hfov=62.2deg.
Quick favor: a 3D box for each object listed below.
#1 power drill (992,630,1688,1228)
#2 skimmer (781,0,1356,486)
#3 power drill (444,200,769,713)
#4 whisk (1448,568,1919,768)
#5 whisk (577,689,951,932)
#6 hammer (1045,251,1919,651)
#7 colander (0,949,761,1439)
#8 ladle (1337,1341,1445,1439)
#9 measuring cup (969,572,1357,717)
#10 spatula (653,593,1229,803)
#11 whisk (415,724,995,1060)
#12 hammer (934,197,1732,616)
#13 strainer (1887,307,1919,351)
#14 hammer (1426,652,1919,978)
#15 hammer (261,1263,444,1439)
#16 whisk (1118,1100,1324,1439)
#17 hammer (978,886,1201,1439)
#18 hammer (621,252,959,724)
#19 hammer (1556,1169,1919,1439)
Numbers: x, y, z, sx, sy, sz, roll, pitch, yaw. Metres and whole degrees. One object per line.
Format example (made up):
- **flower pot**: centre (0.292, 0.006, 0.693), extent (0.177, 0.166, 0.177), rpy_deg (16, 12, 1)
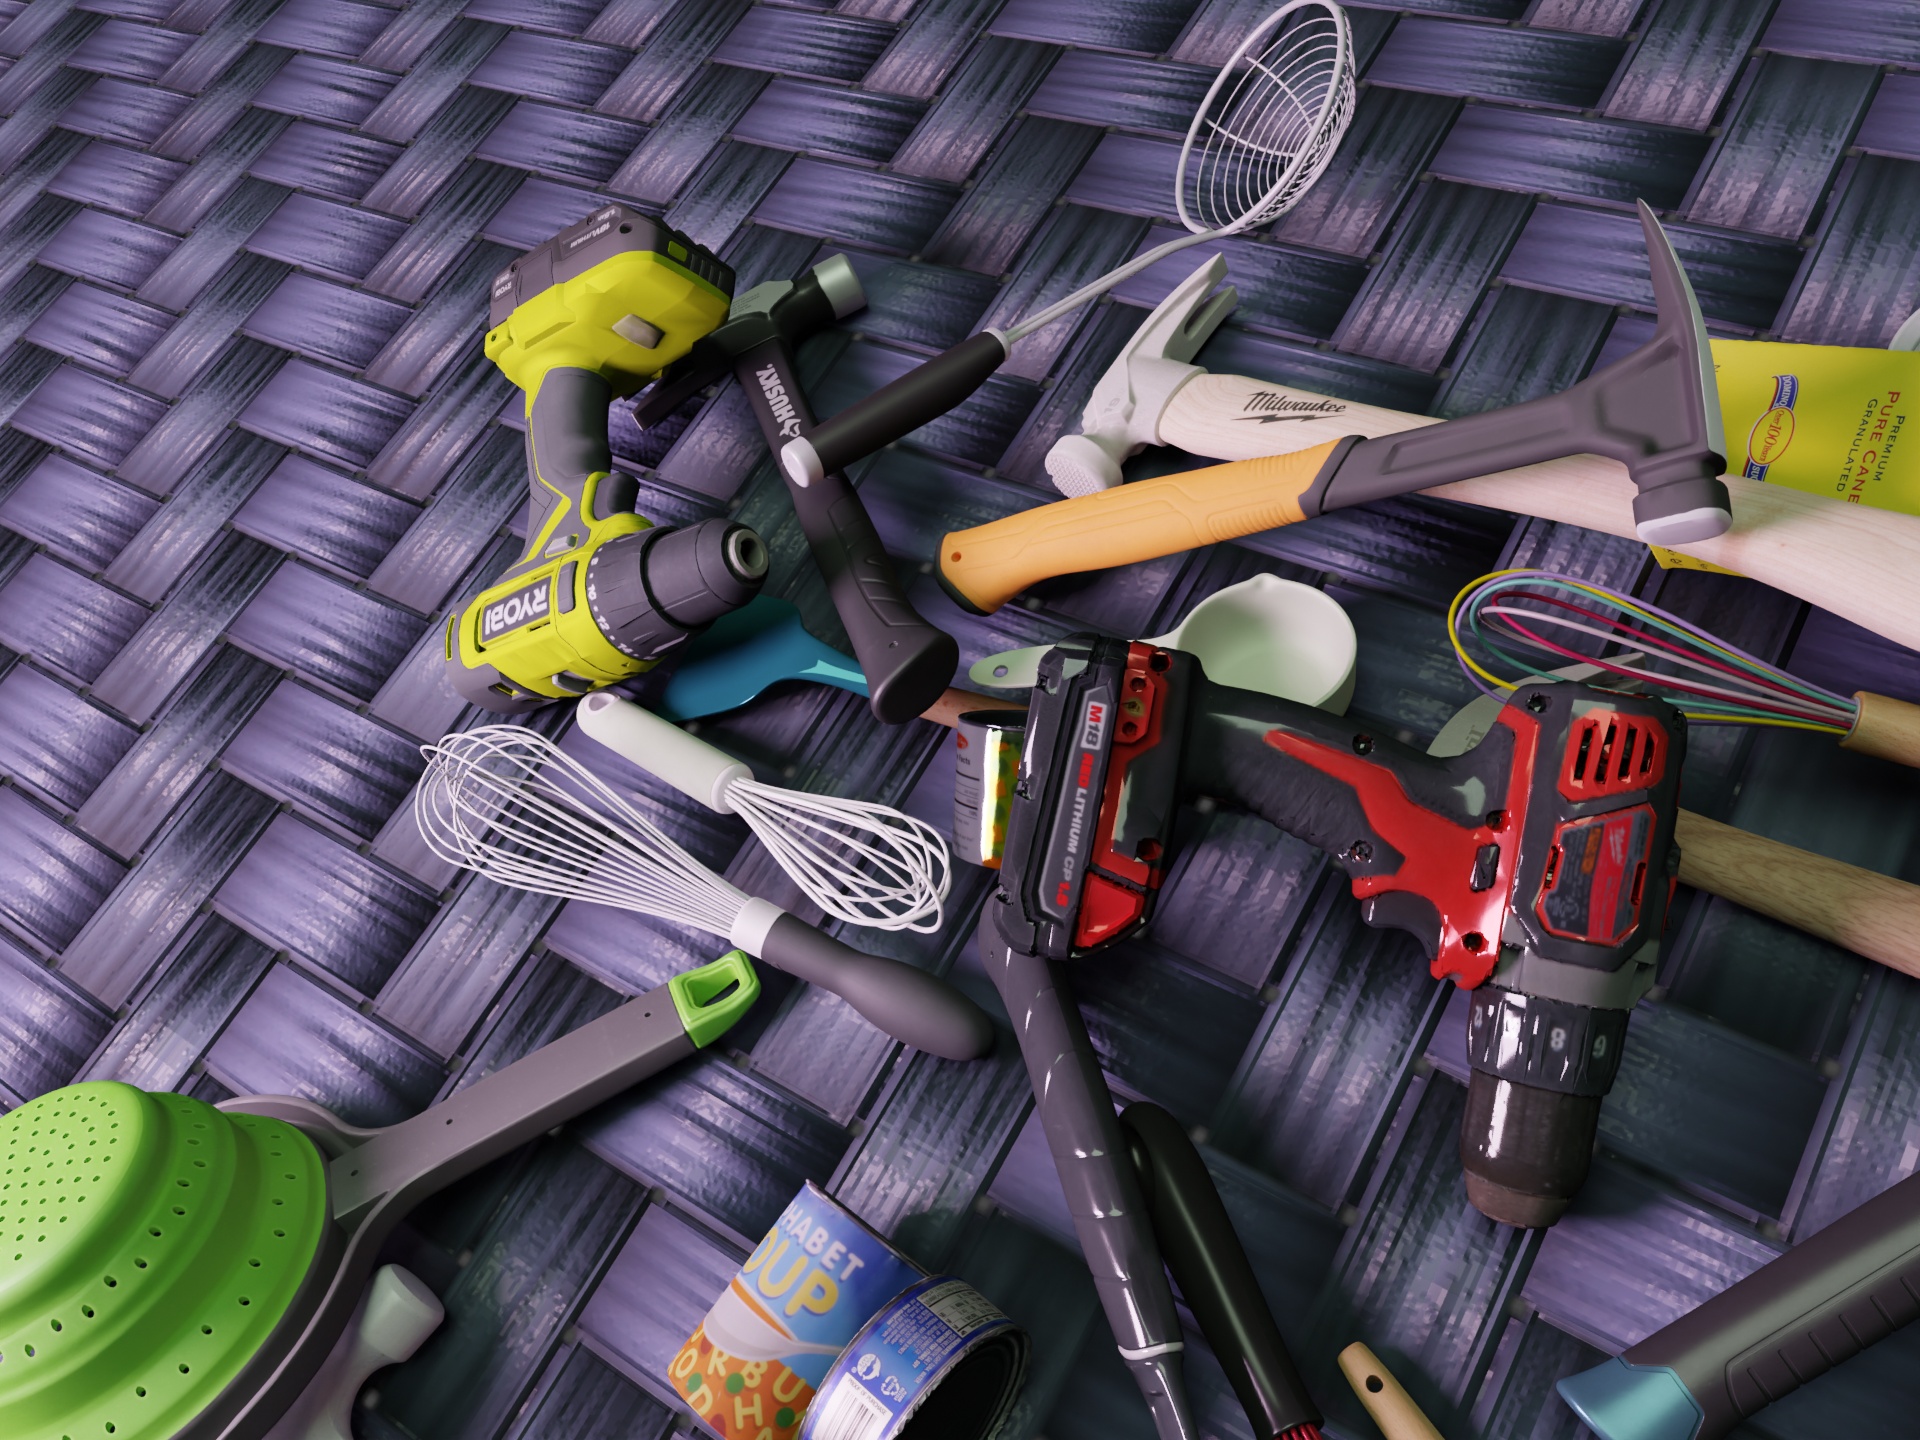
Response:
- **power drill**: centre (0.130, 0.067, 0.563), extent (0.227, 0.080, 0.188), rpy_deg (10, 90, 9)
- **skimmer**: centre (0.052, -0.239, 0.783), extent (0.363, 0.090, 0.127), rpy_deg (-34, 21, -17)
- **power drill**: centre (-0.167, -0.127, 0.774), extent (0.190, 0.080, 0.229), rpy_deg (-16, 66, 36)
- **whisk**: centre (0.301, -0.010, 0.578), extent (0.245, 0.051, 0.047), rpy_deg (16, 41, 12)
- **whisk**: centre (-0.096, 0.034, 0.713), extent (0.246, 0.059, 0.058), rpy_deg (25, 53, 38)
- **hammer**: centre (0.229, -0.112, 0.667), extent (0.411, 0.038, 0.146), rpy_deg (23, 69, 39)
- **colander**: centre (-0.273, 0.173, 0.636), extent (0.397, 0.094, 0.205), rpy_deg (-28, 35, -8)
- **ladle**: centre (0.212, 0.317, 0.454), extent (0.069, 0.031, 0.316), rpy_deg (-33, 53, -7)
- **measuring cup**: centre (0.088, -0.017, 0.693), extent (0.167, 0.038, 0.083), rpy_deg (-4, 53, 17)
- **spatula**: centre (-0.001, -0.002, 0.726), extent (0.317, 0.044, 0.082), rpy_deg (16, 64, 21)
- **whisk**: centre (-0.113, 0.075, 0.676), extent (0.285, 0.070, 0.070), rpy_deg (25, 69, 14)
- **hammer**: centre (0.133, -0.104, 0.666), extent (0.337, 0.034, 0.127), rpy_deg (-11, 73, 32)
- **strainer**: centre (0.413, -0.076, 0.624), extent (0.087, 0.050, 0.259), rpy_deg (1, 65, 24)
- **hammer**: centre (0.327, 0.068, 0.568), extent (0.331, 0.031, 0.130), rpy_deg (22, 69, 28)
- **hammer**: centre (-0.132, 0.367, 0.530), extent (0.406, 0.035, 0.144), rpy_deg (33, 73, 31)
- **whisk**: centre (0.117, 0.248, 0.511), extent (0.073, 0.073, 0.296), rpy_deg (-27, 50, 1)
- **hammer**: centre (0.067, 0.219, 0.516), extent (0.036, 0.149, 0.409), rpy_deg (-4, 47, -16)
- **hammer**: centre (-0.077, -0.117, 0.787), extent (0.146, 0.035, 0.335), rpy_deg (-26, 47, 1)
- **hammer**: centre (0.338, 0.138, 0.493), extent (0.331, 0.033, 0.128), rpy_deg (-34, 63, 5)
